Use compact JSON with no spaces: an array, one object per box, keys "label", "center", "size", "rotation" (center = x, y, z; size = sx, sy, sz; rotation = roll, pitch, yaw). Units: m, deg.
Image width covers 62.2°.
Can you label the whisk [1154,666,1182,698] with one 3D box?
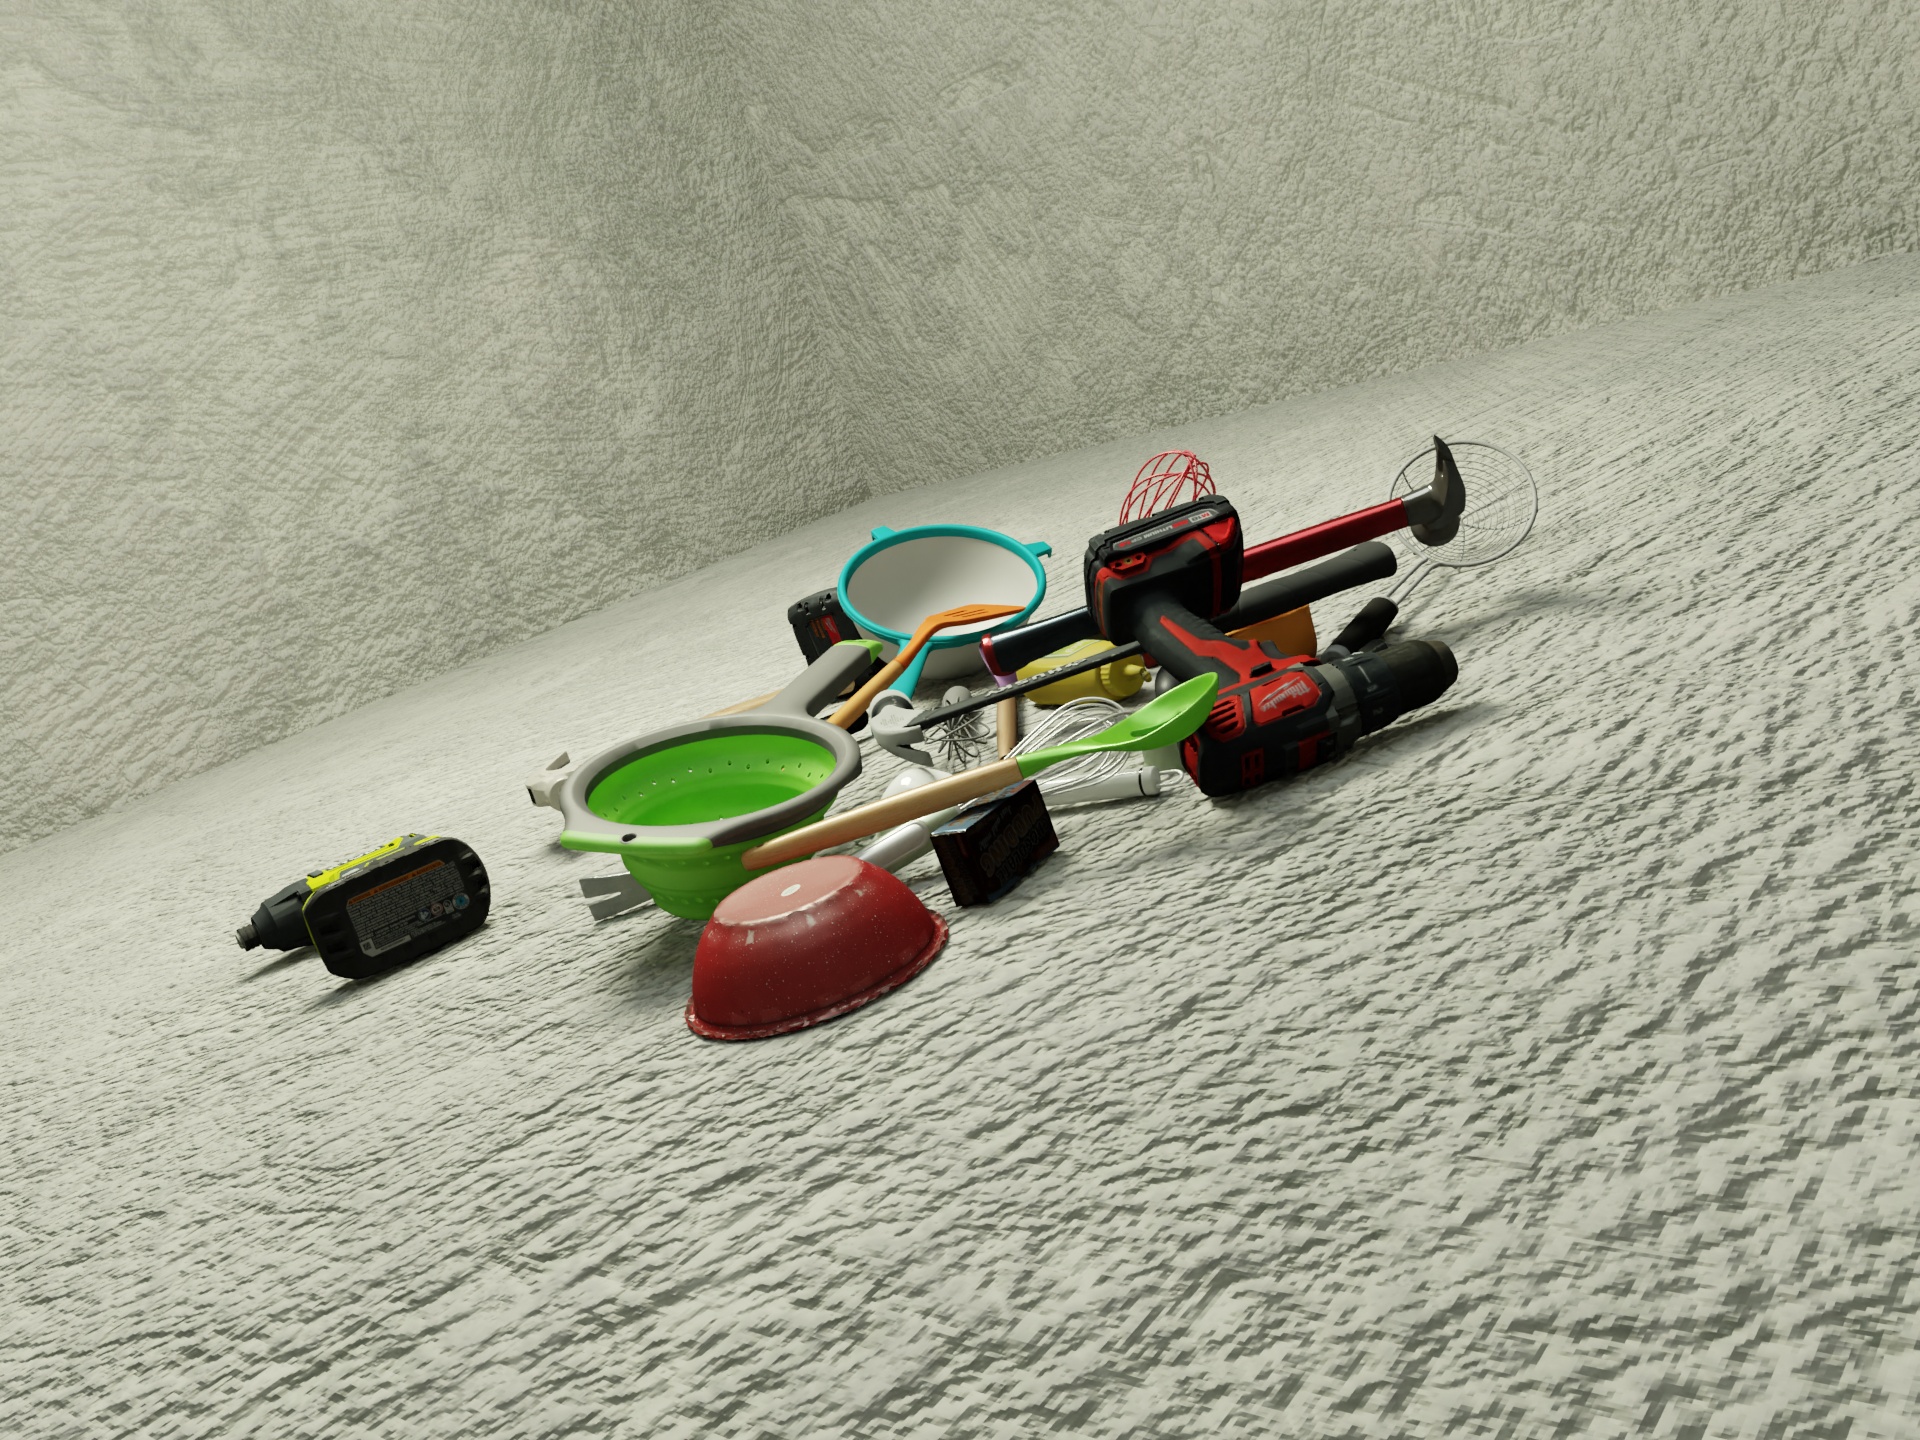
[{"label":"whisk","center":[0.196,-0.071,1.354],"size":[0.070,0.070,0.285],"rotation":[-13,19,19]}]

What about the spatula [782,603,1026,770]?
[{"label":"spatula","center":[-0.067,-0.027,1.436],"size":[0.081,0.041,0.323],"rotation":[7,44,48]}]

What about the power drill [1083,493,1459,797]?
[{"label":"power drill","center":[0.200,-0.057,1.066],"size":[0.188,0.080,0.227],"rotation":[-20,45,-10]}]

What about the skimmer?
[{"label":"skimmer","center":[0.374,-0.139,1.305],"size":[0.127,0.090,0.363],"rotation":[24,35,22]}]

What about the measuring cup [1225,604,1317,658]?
[{"label":"measuring cup","center":[0.213,-0.044,1.216],"size":[0.095,0.052,0.173],"rotation":[-8,18,38]}]

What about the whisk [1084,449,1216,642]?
[{"label":"whisk","center":[0.143,-0.122,1.325],"size":[0.073,0.073,0.295],"rotation":[-25,-22,-29]}]

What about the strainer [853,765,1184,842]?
[{"label":"strainer","center":[0.030,0.051,1.096],"size":[0.258,0.050,0.087],"rotation":[-8,32,25]}]

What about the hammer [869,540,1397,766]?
[{"label":"hammer","center":[0.129,-0.054,1.183],"size":[0.409,0.036,0.149],"rotation":[-20,14,-2]}]

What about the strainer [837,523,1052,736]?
[{"label":"strainer","center":[-0.031,-0.067,1.578],"size":[0.211,0.095,0.341],"rotation":[7,41,11]}]

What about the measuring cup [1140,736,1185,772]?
[{"label":"measuring cup","center":[0.155,-0.005,1.152],"size":[0.083,0.038,0.168],"rotation":[-19,15,-3]}]

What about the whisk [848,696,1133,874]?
[{"label":"whisk","center":[0.006,0.057,1.034],"size":[0.246,0.058,0.059],"rotation":[-30,-17,-4]}]

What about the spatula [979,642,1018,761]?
[{"label":"spatula","center":[0.038,-0.017,1.367],"size":[0.018,0.059,0.316],"rotation":[-51,10,15]}]

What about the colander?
[{"label":"colander","center":[-0.138,0.043,1.164],"size":[0.204,0.094,0.397],"rotation":[2,23,20]}]

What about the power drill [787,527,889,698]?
[{"label":"power drill","center":[-0.094,-0.121,1.742],"size":[0.078,0.143,0.220],"rotation":[-14,15,29]}]

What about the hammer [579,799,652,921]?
[{"label":"hammer","center":[-0.278,0.090,1.346],"size":[0.144,0.035,0.406],"rotation":[-22,14,-19]}]

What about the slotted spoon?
[{"label":"slotted spoon","center":[0.012,0.037,0.975],"size":[0.314,0.031,0.070],"rotation":[-19,12,6]}]

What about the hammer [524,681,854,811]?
[{"label":"hammer","center":[-0.250,0.012,1.499],"size":[0.331,0.031,0.130],"rotation":[-22,14,-27]}]

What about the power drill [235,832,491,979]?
[{"label":"power drill","center":[-0.488,0.150,1.300],"size":[0.171,0.080,0.223],"rotation":[-25,11,-33]}]

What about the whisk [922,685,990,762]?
[{"label":"whisk","center":[-0.002,-0.006,1.354],"size":[0.055,0.055,0.239],"rotation":[-17,8,3]}]

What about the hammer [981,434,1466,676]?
[{"label":"hammer","center":[0.197,-0.117,1.233],"size":[0.386,0.038,0.143],"rotation":[-19,-19,10]}]
